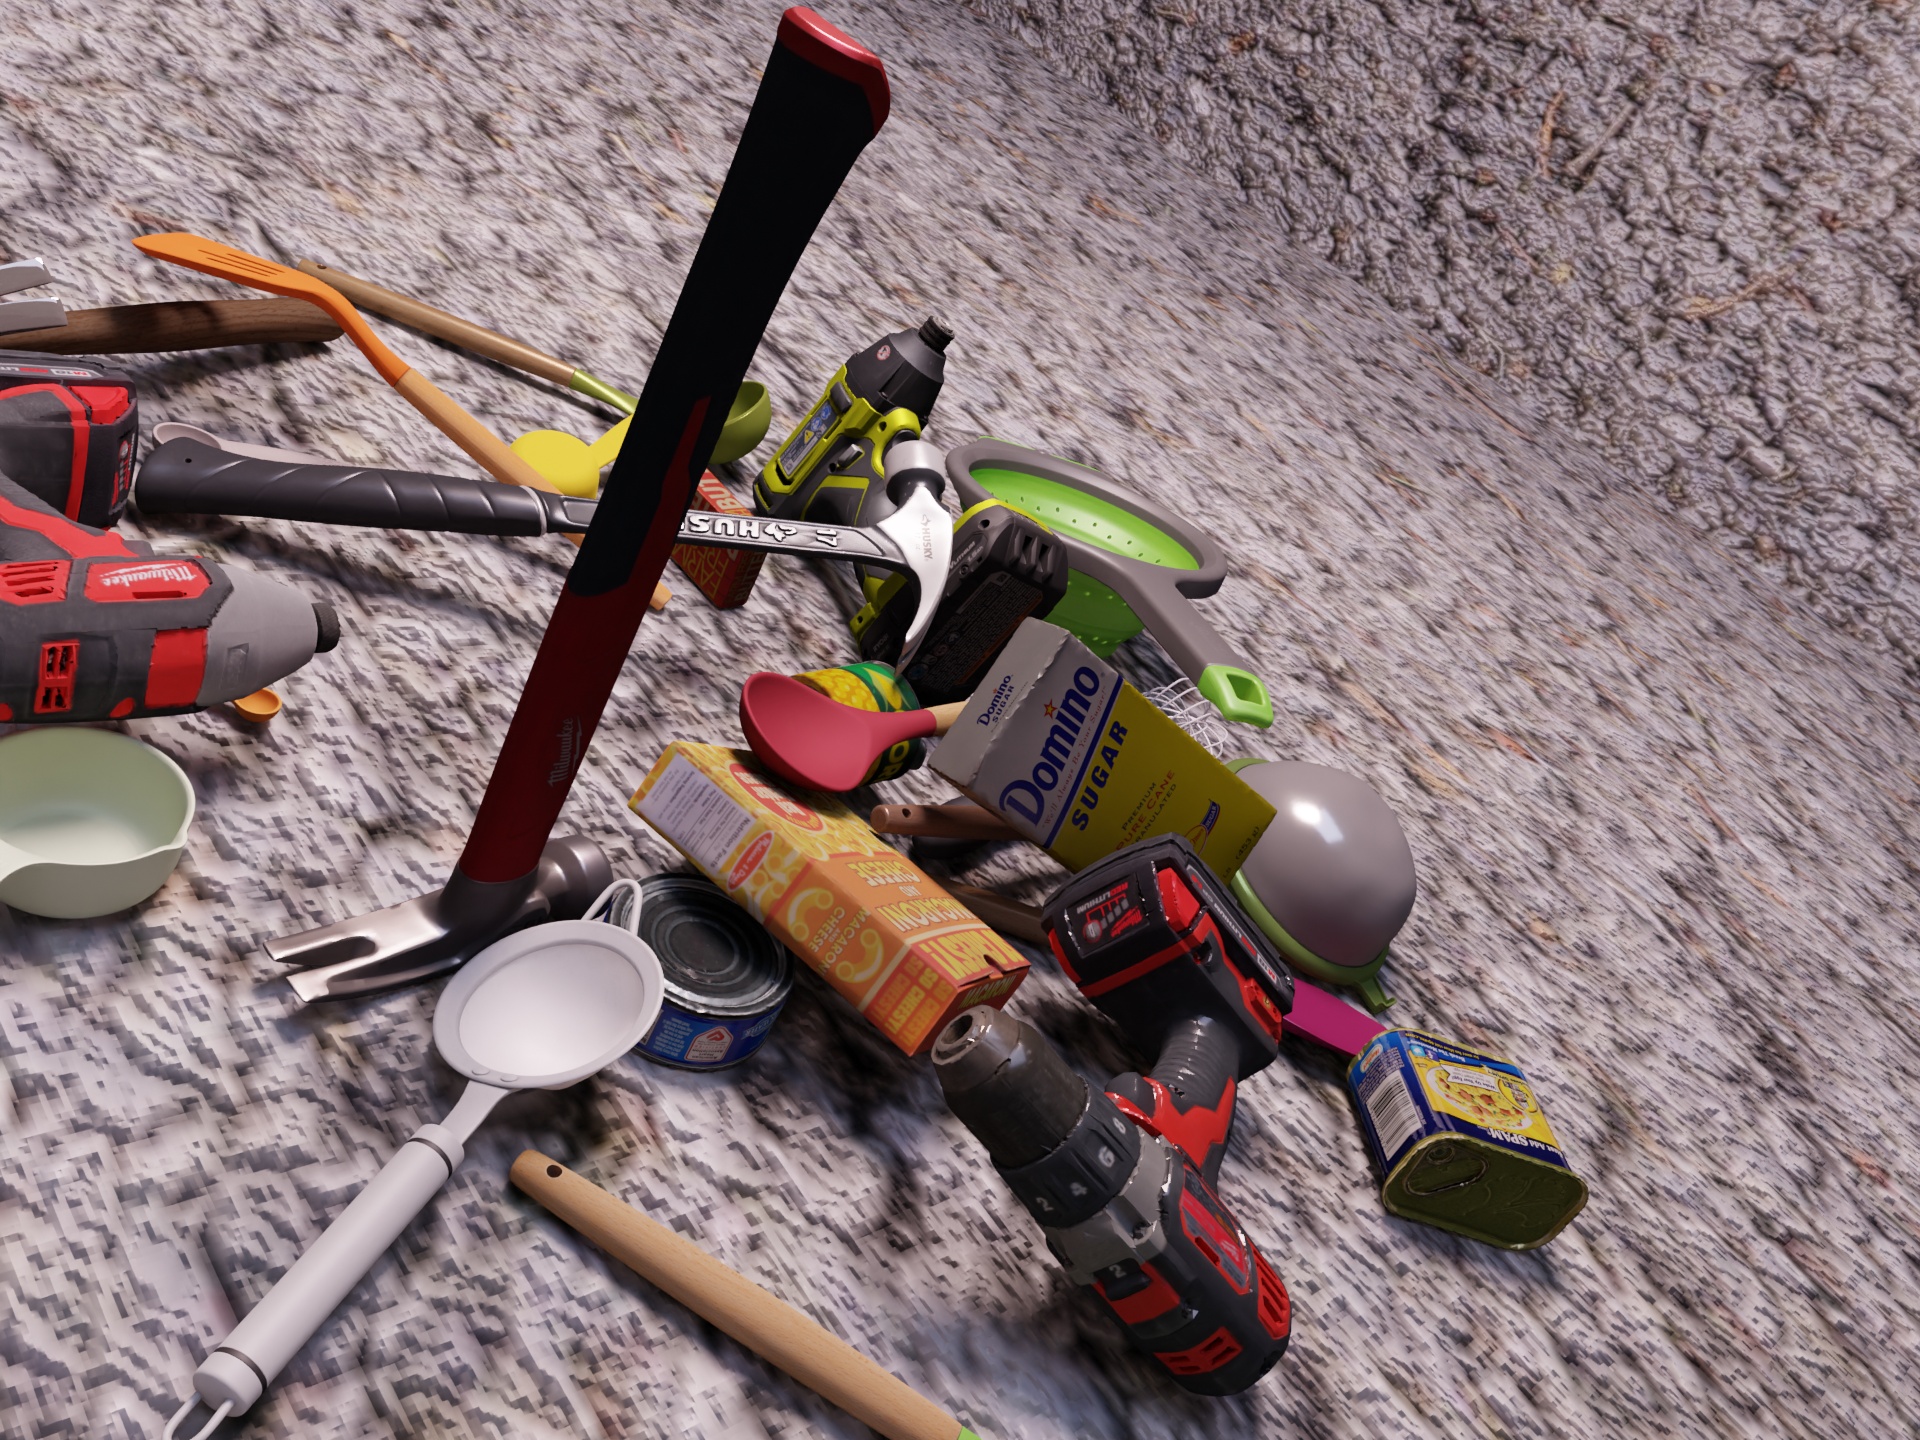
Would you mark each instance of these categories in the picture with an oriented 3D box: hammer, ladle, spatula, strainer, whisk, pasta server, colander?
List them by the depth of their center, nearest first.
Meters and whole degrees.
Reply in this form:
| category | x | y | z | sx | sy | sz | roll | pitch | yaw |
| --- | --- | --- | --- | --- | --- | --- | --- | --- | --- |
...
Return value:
| category | x | y | z | sx | sy | sz | roll | pitch | yaw |
| --- | --- | --- | --- | --- | --- | --- | --- | --- | --- |
| hammer | -0.129 | -0.054 | 0.548 | 0.038 | 0.386 | 0.143 | 44 | 32 | 23 |
| strainer | -0.178 | 0.146 | 0.552 | 0.087 | 0.050 | 0.258 | 10 | 31 | 18 |
| hammer | -0.202 | -0.102 | 0.823 | 0.408 | 0.036 | 0.149 | 4 | 53 | -13 |
| hammer | -0.434 | -0.206 | 0.833 | 0.331 | 0.130 | 0.031 | -44 | 117 | -67 |
| ladle | -0.001 | -0.003 | 0.837 | 0.315 | 0.031 | 0.069 | -8 | 61 | -51 |
| spatula | -0.291 | -0.163 | 0.868 | 0.322 | 0.041 | 0.081 | 42 | 11 | -18 |
| pasta server | 0.072 | 0.055 | 0.875 | 0.316 | 0.040 | 0.060 | 6 | 54 | -47 |
| strainer | 0.177 | 0.046 | 0.911 | 0.256 | 0.069 | 0.152 | 34 | 39 | -21 |
| whisk | 0.069 | 0.033 | 0.930 | 0.070 | 0.070 | 0.284 | 43 | 37 | 23 |
| colander | 0.091 | -0.066 | 1.016 | 0.204 | 0.094 | 0.398 | 13 | 24 | -22 |
| ladle | -0.281 | -0.249 | 1.059 | 0.320 | 0.062 | 0.078 | 21 | 34 | -9 |

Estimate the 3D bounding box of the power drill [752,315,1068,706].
| category | x | y | z | sx | sy | sz | roll | pitch | yaw |
| --- | --- | --- | --- | --- | --- | --- | --- | --- | --- |
| power drill | -0.032 | -0.134 | 0.980 | 0.080 | 0.171 | 0.223 | 19 | 32 | -46 |

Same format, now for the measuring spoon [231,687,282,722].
| category | x | y | z | sx | sy | sz | roll | pitch | yaw |
| --- | --- | --- | --- | --- | --- | --- | --- | --- | --- |
| measuring spoon | -0.354 | -0.023 | 0.694 | 0.117 | 0.011 | 0.021 | 21 | 30 | -6 |

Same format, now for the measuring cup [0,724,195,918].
| category | x | y | z | sx | sy | sz | roll | pitch | yaw |
| --- | --- | --- | --- | --- | --- | --- | --- | --- | --- |
| measuring cup | -0.336 | 0.061 | 0.549 | 0.083 | 0.038 | 0.168 | 28 | 31 | -3 |

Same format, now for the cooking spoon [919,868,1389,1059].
| category | x | y | z | sx | sy | sz | roll | pitch | yaw |
| --- | --- | --- | --- | --- | --- | --- | --- | --- | --- |
| cooking spoon | 0.099 | 0.128 | 0.838 | 0.318 | 0.017 | 0.069 | 21 | 18 | -15 |

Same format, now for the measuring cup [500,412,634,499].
| category | x | y | z | sx | sy | sz | roll | pitch | yaw |
| --- | --- | --- | --- | --- | --- | --- | --- | --- | --- |
| measuring cup | -0.218 | -0.175 | 0.980 | 0.062 | 0.029 | 0.156 | 35 | 48 | 9 |

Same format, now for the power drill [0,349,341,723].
| category | x | y | z | sx | sy | sz | roll | pitch | yaw |
| --- | --- | --- | --- | --- | --- | --- | --- | --- | --- |
| power drill | -0.365 | -0.075 | 0.662 | 0.143 | 0.078 | 0.220 | -8 | 38 | -47 |

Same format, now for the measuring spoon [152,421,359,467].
| category | x | y | z | sx | sy | sz | roll | pitch | yaw |
| --- | --- | --- | --- | --- | --- | --- | --- | --- | --- |
| measuring spoon | -0.368 | -0.134 | 0.851 | 0.124 | 0.018 | 0.034 | 7 | 34 | -46 |

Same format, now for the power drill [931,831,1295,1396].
| category | x | y | z | sx | sy | sz | roll | pitch | yaw |
| --- | --- | --- | --- | --- | --- | --- | --- | --- | --- |
| power drill | 0.070 | 0.143 | 0.677 | 0.187 | 0.080 | 0.227 | 50 | 27 | -17 |

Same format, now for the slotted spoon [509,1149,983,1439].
| category | x | y | z | sx | sy | sz | roll | pitch | yaw |
| --- | --- | --- | --- | --- | --- | --- | --- | --- | --- |
| slotted spoon | -0.025 | 0.238 | 0.555 | 0.314 | 0.031 | 0.070 | 30 | 29 | 6 |
